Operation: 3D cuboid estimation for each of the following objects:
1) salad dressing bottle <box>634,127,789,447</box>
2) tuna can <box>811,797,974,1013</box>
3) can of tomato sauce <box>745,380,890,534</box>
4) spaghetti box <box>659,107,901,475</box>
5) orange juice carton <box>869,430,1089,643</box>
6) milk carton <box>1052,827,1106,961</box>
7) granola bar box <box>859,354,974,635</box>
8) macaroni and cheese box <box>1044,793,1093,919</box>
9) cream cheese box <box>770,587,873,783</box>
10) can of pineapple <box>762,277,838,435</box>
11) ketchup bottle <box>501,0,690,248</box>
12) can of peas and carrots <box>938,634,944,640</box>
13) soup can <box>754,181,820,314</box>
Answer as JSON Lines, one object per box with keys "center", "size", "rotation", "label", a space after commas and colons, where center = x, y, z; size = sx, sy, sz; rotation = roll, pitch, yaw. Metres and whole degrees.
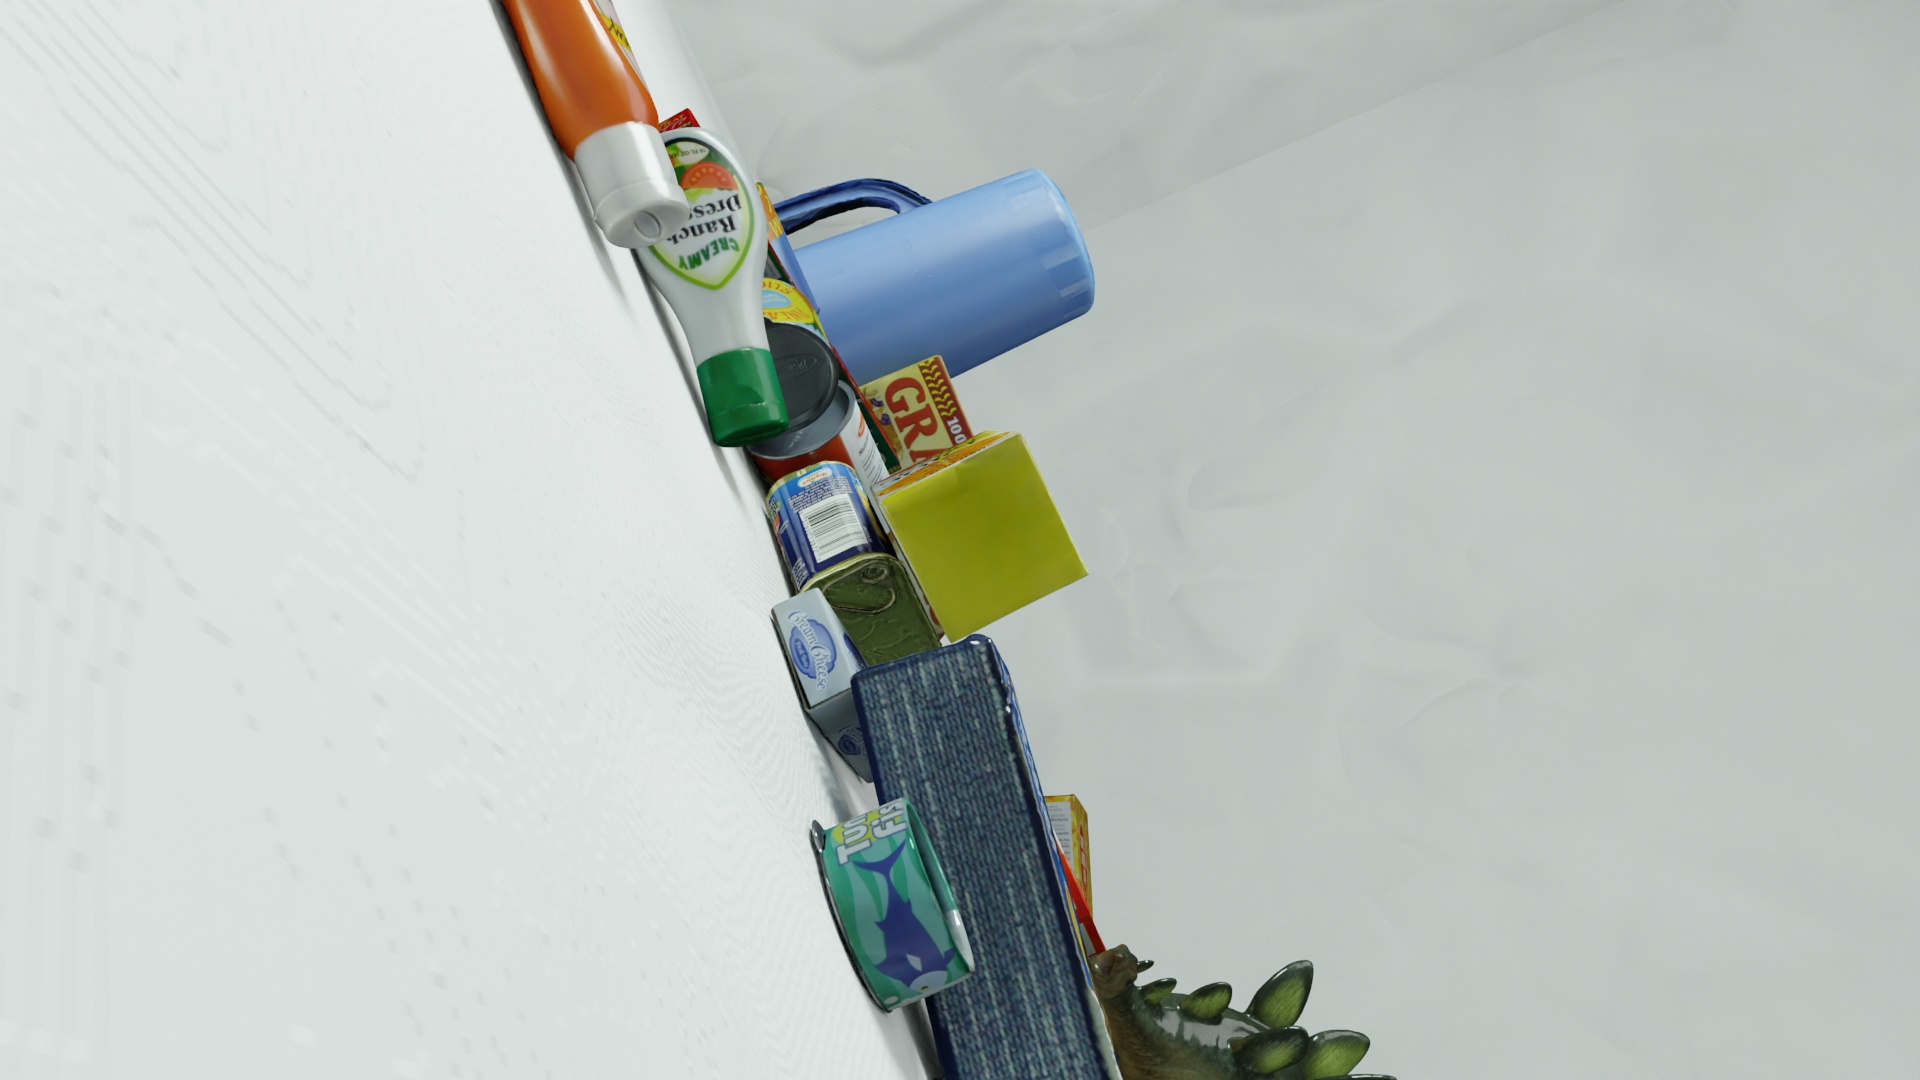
{"center": [-0.116, -0.119, 0.658], "size": [0.044, 0.064, 0.148], "rotation": [124, -50, -78], "label": "salad dressing bottle"}
{"center": [-0.023, 0.123, 0.479], "size": [0.071, 0.033, 0.071], "rotation": [-178, -115, -89], "label": "tuna can"}
{"center": [-0.079, -0.040, 0.786], "size": [0.071, 0.071, 0.082], "rotation": [-114, -179, -47], "label": "can of tomato sauce"}
{"center": [-0.108, -0.122, 0.778], "size": [0.249, 0.050, 0.029], "rotation": [59, 5, -40], "label": "spaghetti box"}
{"center": [0.003, -0.009, 0.703], "size": [0.073, 0.072, 0.193], "rotation": [64, -3, -7], "label": "orange juice carton"}
{"center": [0.024, 0.187, 0.838], "size": [0.073, 0.072, 0.191], "rotation": [71, -4, -76], "label": "milk carton"}
{"center": [-0.037, -0.018, 0.886], "size": [0.039, 0.124, 0.165], "rotation": [98, -32, -86], "label": "granola bar box"}
{"center": [0.067, 0.260, 0.924], "size": [0.123, 0.040, 0.167], "rotation": [62, 25, -71], "label": "macaroni and cheese box"}
{"center": [-0.053, 0.067, 0.623], "size": [0.103, 0.024, 0.053], "rotation": [67, -2, -61], "label": "cream cheese box"}
{"center": [-0.102, -0.099, 0.729], "size": [0.058, 0.071, 0.070], "rotation": [-116, -178, -52], "label": "can of pineapple"}
{"center": [-0.155, -0.194, 0.576], "size": [0.064, 0.043, 0.149], "rotation": [66, 1, -79], "label": "ketchup bottle"}
{"center": [-0.045, 0.041, 0.948], "size": [0.059, 0.071, 0.070], "rotation": [-113, 180, -48], "label": "can of peas and carrots"}
{"center": [-0.131, -0.159, 0.819], "size": [0.071, 0.071, 0.083], "rotation": [-115, -179, -68], "label": "soup can"}
